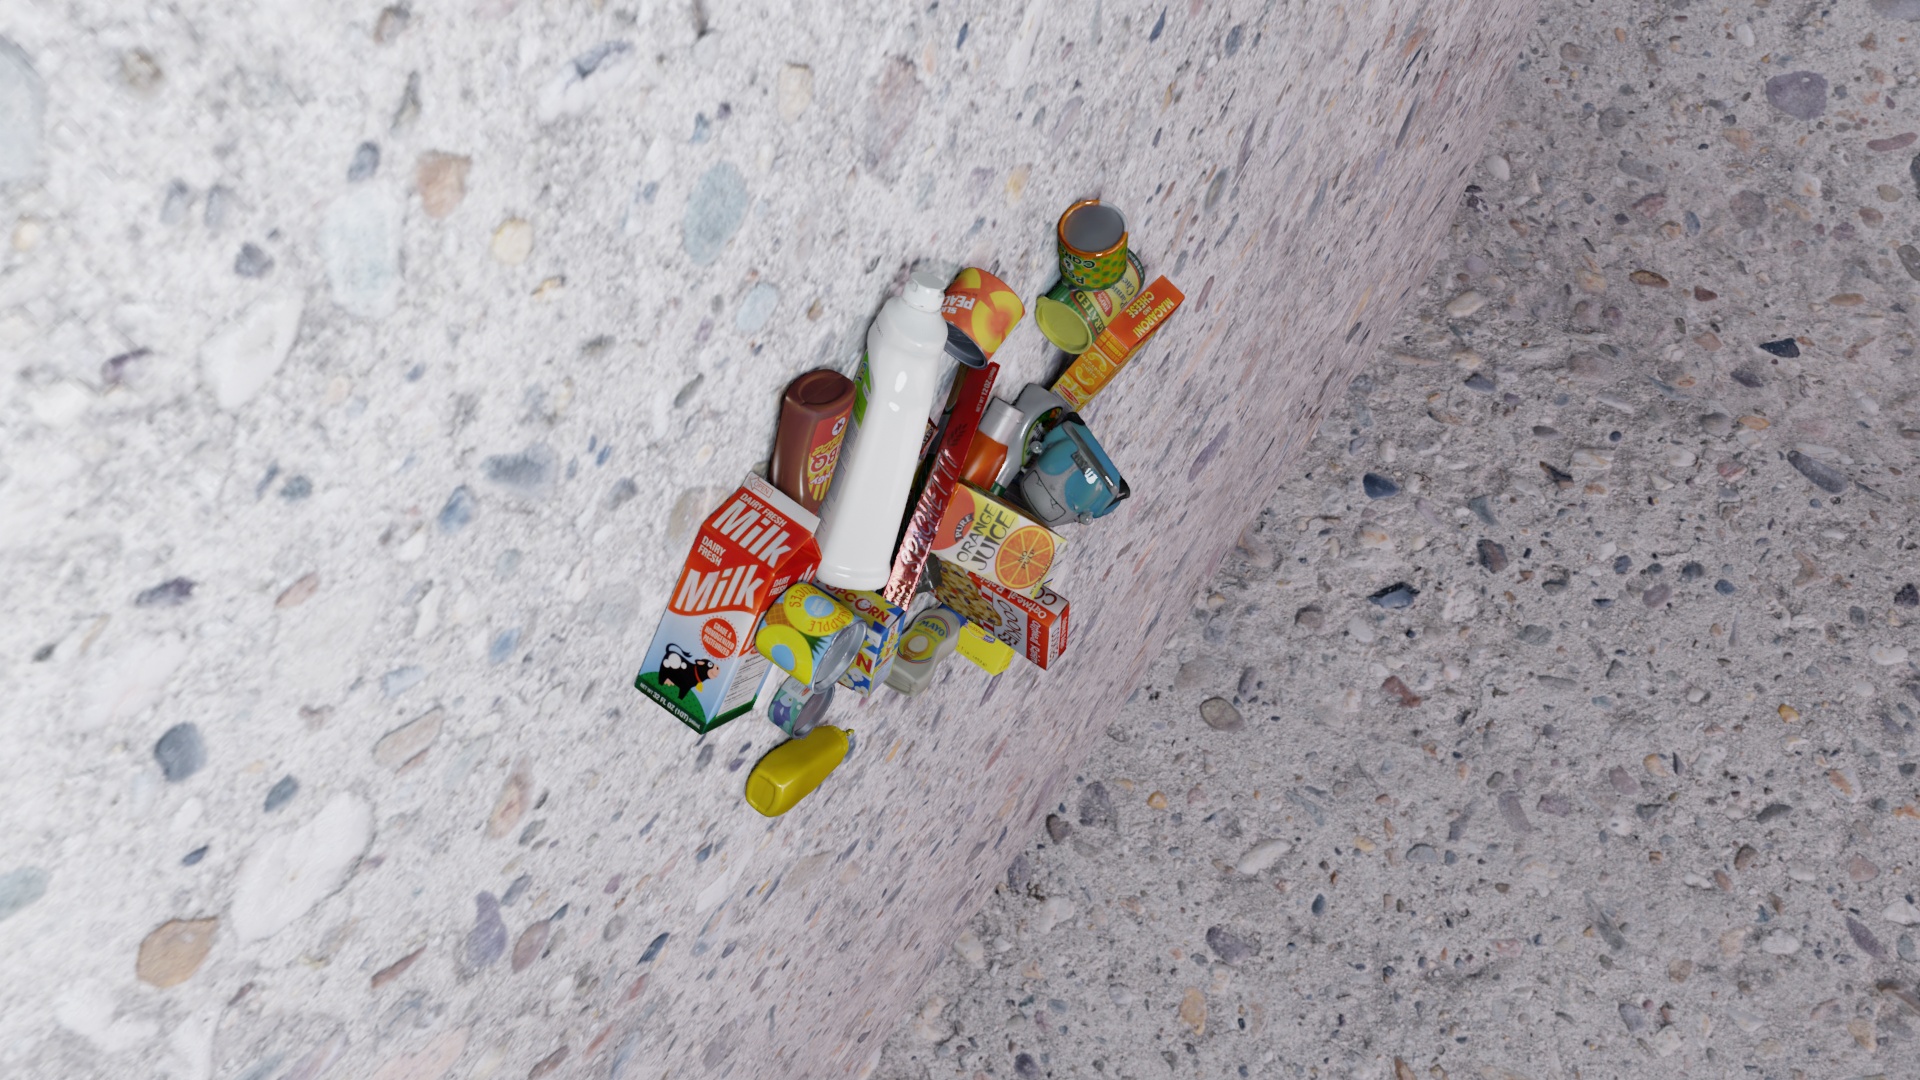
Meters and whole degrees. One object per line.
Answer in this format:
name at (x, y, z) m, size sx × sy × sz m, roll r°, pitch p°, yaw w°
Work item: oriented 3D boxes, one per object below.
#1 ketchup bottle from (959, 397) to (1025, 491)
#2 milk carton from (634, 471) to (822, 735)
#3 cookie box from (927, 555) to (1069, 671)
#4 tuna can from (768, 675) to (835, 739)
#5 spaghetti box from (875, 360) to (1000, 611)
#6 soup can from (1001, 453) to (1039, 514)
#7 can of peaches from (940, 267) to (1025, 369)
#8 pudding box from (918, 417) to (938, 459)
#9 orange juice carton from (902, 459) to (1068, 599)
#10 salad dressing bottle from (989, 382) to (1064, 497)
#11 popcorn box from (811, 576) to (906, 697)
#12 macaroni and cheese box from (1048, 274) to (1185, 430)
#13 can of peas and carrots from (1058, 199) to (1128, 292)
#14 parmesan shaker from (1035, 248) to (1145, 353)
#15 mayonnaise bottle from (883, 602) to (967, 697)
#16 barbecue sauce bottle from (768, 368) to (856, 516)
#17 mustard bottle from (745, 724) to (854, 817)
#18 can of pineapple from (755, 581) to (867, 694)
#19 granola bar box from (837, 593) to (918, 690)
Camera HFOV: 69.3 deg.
ketchup bottle at (0.015, -0.072, 1.407) m, size 0.148 × 0.043 × 0.065 m, roll -60°, pitch 156°, yaw 8°
milk carton at (-0.171, 0.046, 1.064) m, size 0.189 × 0.072 × 0.073 m, roll -63°, pitch 163°, yaw 20°
cookie box at (0.038, 0.060, 1.491) m, size 0.040 × 0.167 × 0.122 m, roll -51°, pitch 162°, yaw -20°
tuna can at (-0.157, 0.161, 1.367) m, size 0.071 × 0.033 × 0.070 m, roll -49°, pitch 161°, yaw -24°
spaghetti box at (-0.024, -0.048, 1.258) m, size 0.050 × 0.029 × 0.250 m, roll -161°, pitch -88°, yaw -78°
soup can at (0.081, -0.067, 1.557) m, size 0.084 × 0.071 × 0.071 m, roll -47°, pitch 160°, yaw -31°
can of peaches at (0.011, -0.188, 1.162) m, size 0.058 × 0.071 × 0.071 m, roll -53°, pitch 162°, yaw -13°
pudding box at (-0.058, -0.078, 1.223) m, size 0.084 × 0.030 × 0.049 m, roll -55°, pitch 164°, yaw -6°
orange juice carton at (0.005, -0.017, 1.348) m, size 0.192 × 0.073 × 0.071 m, roll 26°, pitch 97°, yaw -37°
salad dressing bottle at (0.053, -0.094, 1.472) m, size 0.147 × 0.044 × 0.064 m, roll -57°, pitch 160°, yaw 1°
popcorn box at (-0.113, 0.064, 1.159) m, size 0.038 × 0.127 × 0.084 m, roll -46°, pitch 160°, yaw -42°
macaroni and cheese box at (0.160, -0.199, 1.499) m, size 0.124 × 0.040 × 0.165 m, roll -44°, pitch 178°, yaw -38°
can of peas and carrots at (0.123, -0.277, 1.310) m, size 0.071 × 0.071 × 0.058 m, roll -52°, pitch 161°, yaw -17°
parmesan shaker at (0.129, -0.246, 1.383) m, size 0.103 × 0.071 × 0.071 m, roll -49°, pitch 161°, yaw -25°
mayonnaise bottle at (-0.035, 0.112, 1.569) m, size 0.149 × 0.065 × 0.041 m, roll -47°, pitch 157°, yaw -41°
barbecue sauce bottle at (-0.120, -0.058, 1.067) m, size 0.065 × 0.044 × 0.147 m, roll -43°, pitch 158°, yaw -48°
mustard bottle at (-0.160, 0.230, 1.452) m, size 0.161 × 0.049 × 0.065 m, roll -30°, pitch 149°, yaw -57°
can of pineapple at (-0.112, 0.071, 1.043) m, size 0.071 × 0.058 × 0.070 m, roll -51°, pitch 163°, yaw -22°
granola bar box at (-0.105, 0.074, 1.344) m, size 0.124 × 0.039 × 0.165 m, roll -56°, pitch 163°, yaw -7°
